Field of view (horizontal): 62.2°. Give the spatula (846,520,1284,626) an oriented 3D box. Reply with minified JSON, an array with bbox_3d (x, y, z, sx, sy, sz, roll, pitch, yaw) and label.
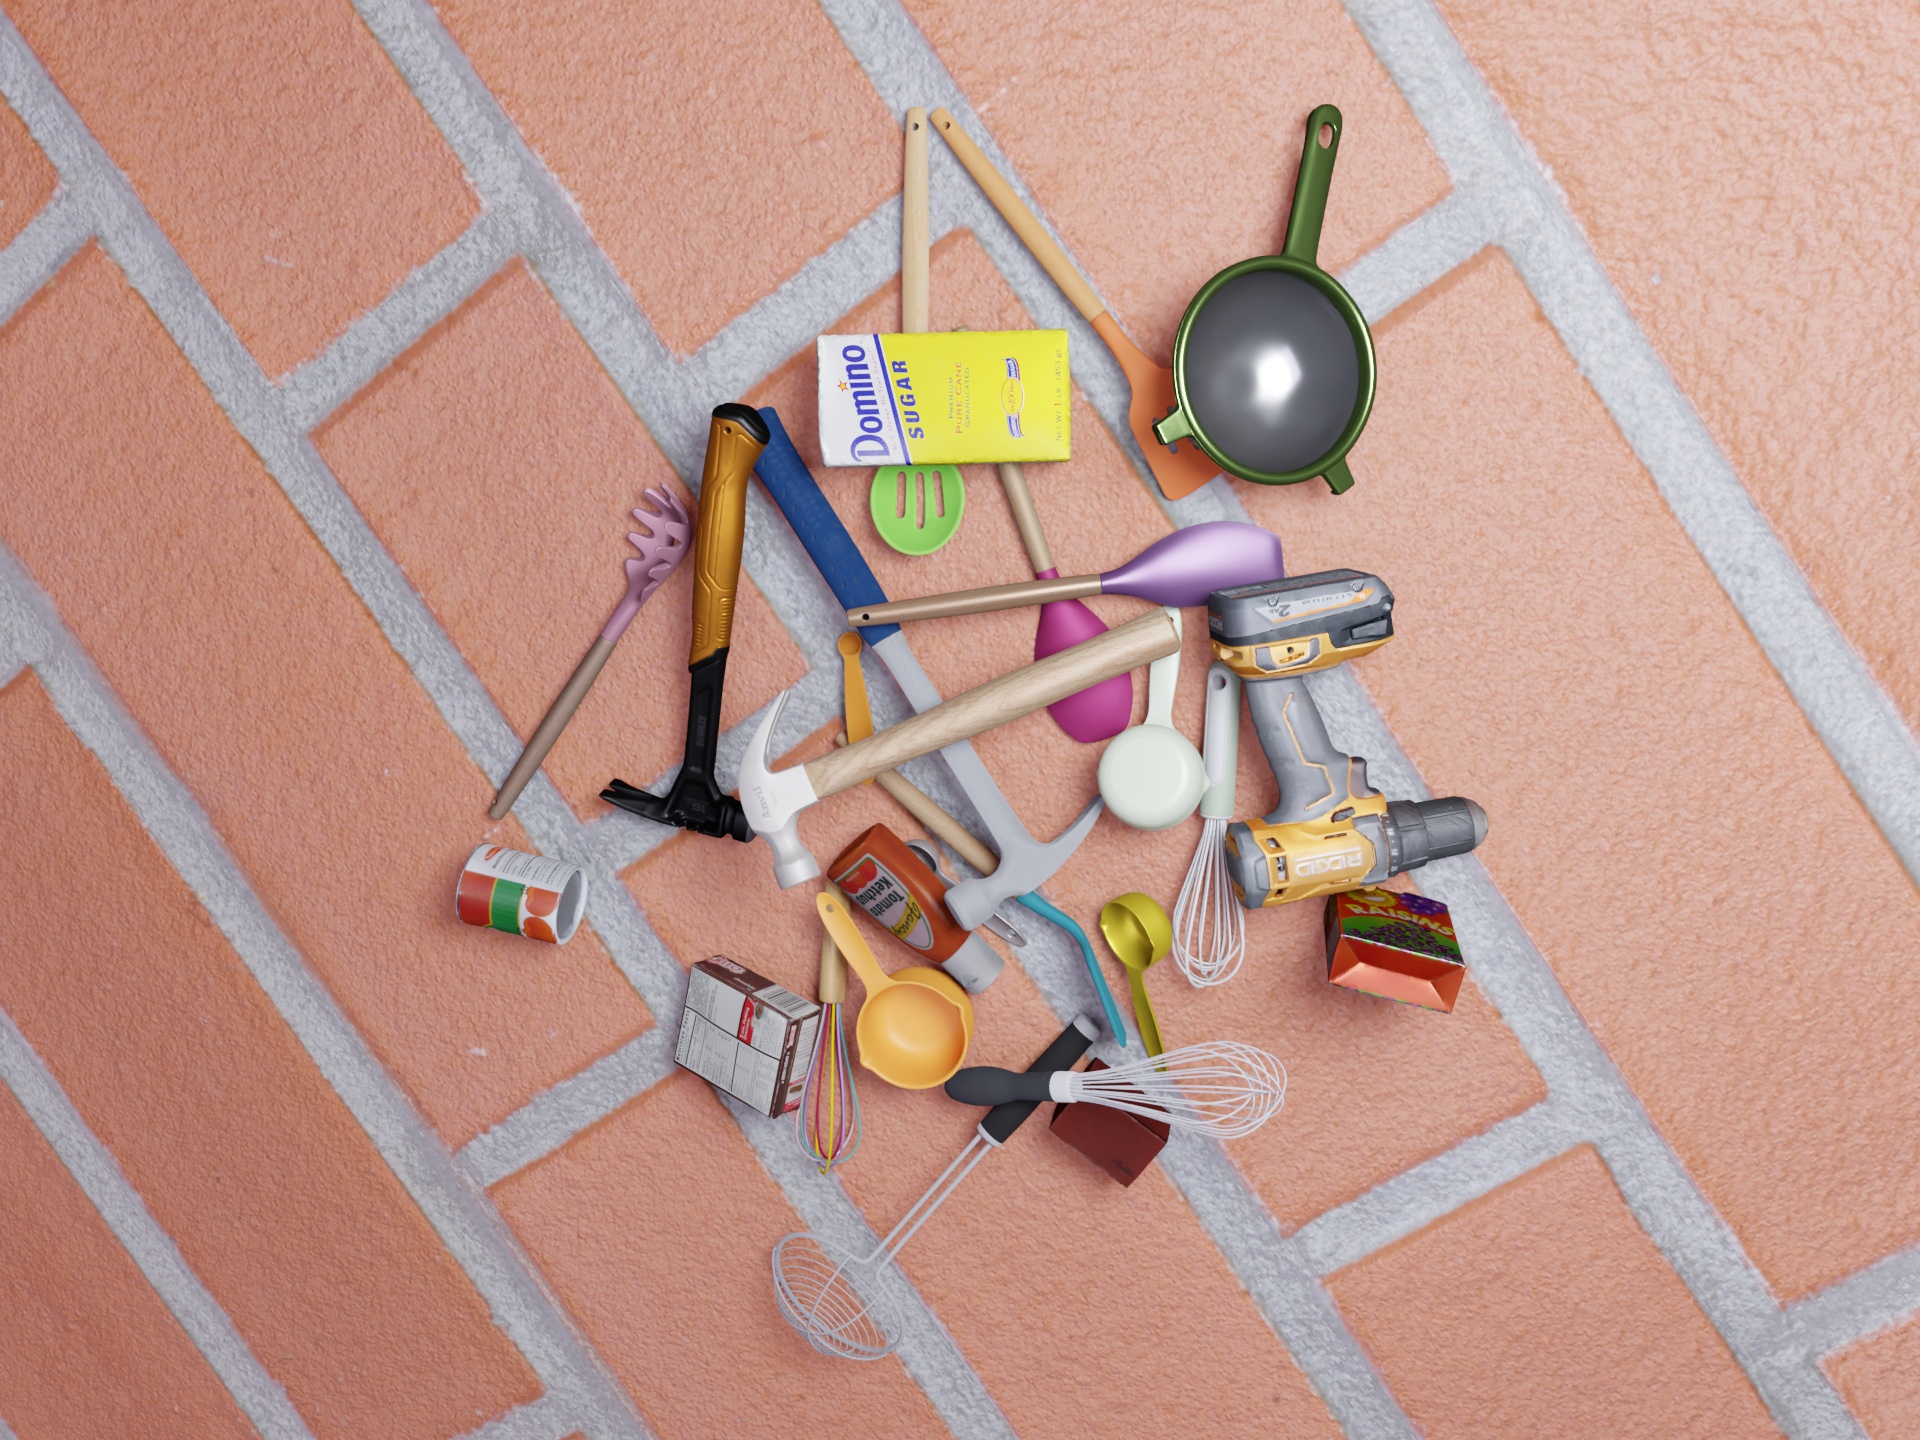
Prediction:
[{"bbox_3d":[0.075,-0.097,1.143,0.316,0.018,0.059,-8,98,1],"label":"spatula"}]

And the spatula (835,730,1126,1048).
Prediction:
[{"bbox_3d":[0.019,0.122,1.206,0.317,0.082,0.044,41,94,6],"label":"spatula"}]

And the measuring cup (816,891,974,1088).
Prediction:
[{"bbox_3d":[-0.056,0.201,1.236,0.095,0.052,0.173,-32,92,15],"label":"measuring cup"}]

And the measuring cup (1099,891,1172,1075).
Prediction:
[{"bbox_3d":[0.146,0.200,1.207,0.029,0.062,0.156,-28,115,-29],"label":"measuring cup"}]

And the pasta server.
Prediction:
[{"bbox_3d":[-0.294,-0.046,1.239,0.316,0.040,0.060,-53,45,18],"label":"pasta server"}]

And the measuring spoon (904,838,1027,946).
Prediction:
[{"bbox_3d":[0.005,0.132,1.229,0.124,0.018,0.034,39,139,-5],"label":"measuring spoon"}]

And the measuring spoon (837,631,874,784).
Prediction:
[{"bbox_3d":[-0.077,-0.009,1.208,0.021,0.011,0.117,-7,90,17],"label":"measuring spoon"}]

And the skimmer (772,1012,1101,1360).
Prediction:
[{"bbox_3d":[-0.014,0.367,1.272,0.127,0.090,0.363,42,95,5],"label":"skimmer"}]

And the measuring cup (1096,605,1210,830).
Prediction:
[{"bbox_3d":[0.140,-0.005,1.141,0.083,0.038,0.167,5,86,15],"label":"measuring cup"}]

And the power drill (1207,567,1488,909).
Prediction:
[{"bbox_3d":[0.270,0.011,1.114,0.185,0.084,0.226,-10,101,-4],"label":"power drill"}]

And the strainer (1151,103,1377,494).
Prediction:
[{"bbox_3d":[0.211,-0.285,1.079,0.151,0.069,0.256,12,89,-18],"label":"strainer"}]

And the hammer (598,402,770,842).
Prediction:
[{"bbox_3d":[-0.193,-0.071,1.188,0.127,0.034,0.336,14,113,8],"label":"hammer"}]

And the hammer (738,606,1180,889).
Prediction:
[{"bbox_3d":[-0.002,-0.004,1.131,0.331,0.031,0.130,-24,88,-1],"label":"hammer"}]

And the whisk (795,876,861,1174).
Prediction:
[{"bbox_3d":[-0.101,0.242,1.257,0.051,0.047,0.245,6,99,11],"label":"whisk"}]

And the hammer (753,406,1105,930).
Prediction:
[{"bbox_3d":[-0.044,-0.054,1.174,0.144,0.035,0.405,-32,89,-11],"label":"hammer"}]

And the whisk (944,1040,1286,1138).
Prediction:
[{"bbox_3d":[0.105,0.266,1.158,0.284,0.070,0.070,-8,100,35],"label":"whisk"}]

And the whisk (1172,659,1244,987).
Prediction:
[{"bbox_3d":[0.187,0.077,1.167,0.058,0.059,0.246,8,100,37],"label":"whisk"}]

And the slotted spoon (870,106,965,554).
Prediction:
[{"bbox_3d":[-0.031,-0.277,1.147,0.070,0.031,0.313,1,99,6],"label":"slotted spoon"}]

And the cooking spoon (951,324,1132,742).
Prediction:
[{"bbox_3d":[0.053,-0.134,1.163,0.069,0.017,0.319,-18,97,13],"label":"cooking spoon"}]

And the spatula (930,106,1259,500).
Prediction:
[{"bbox_3d":[0.083,-0.302,1.123,0.081,0.041,0.322,-38,88,14],"label":"spatula"}]
